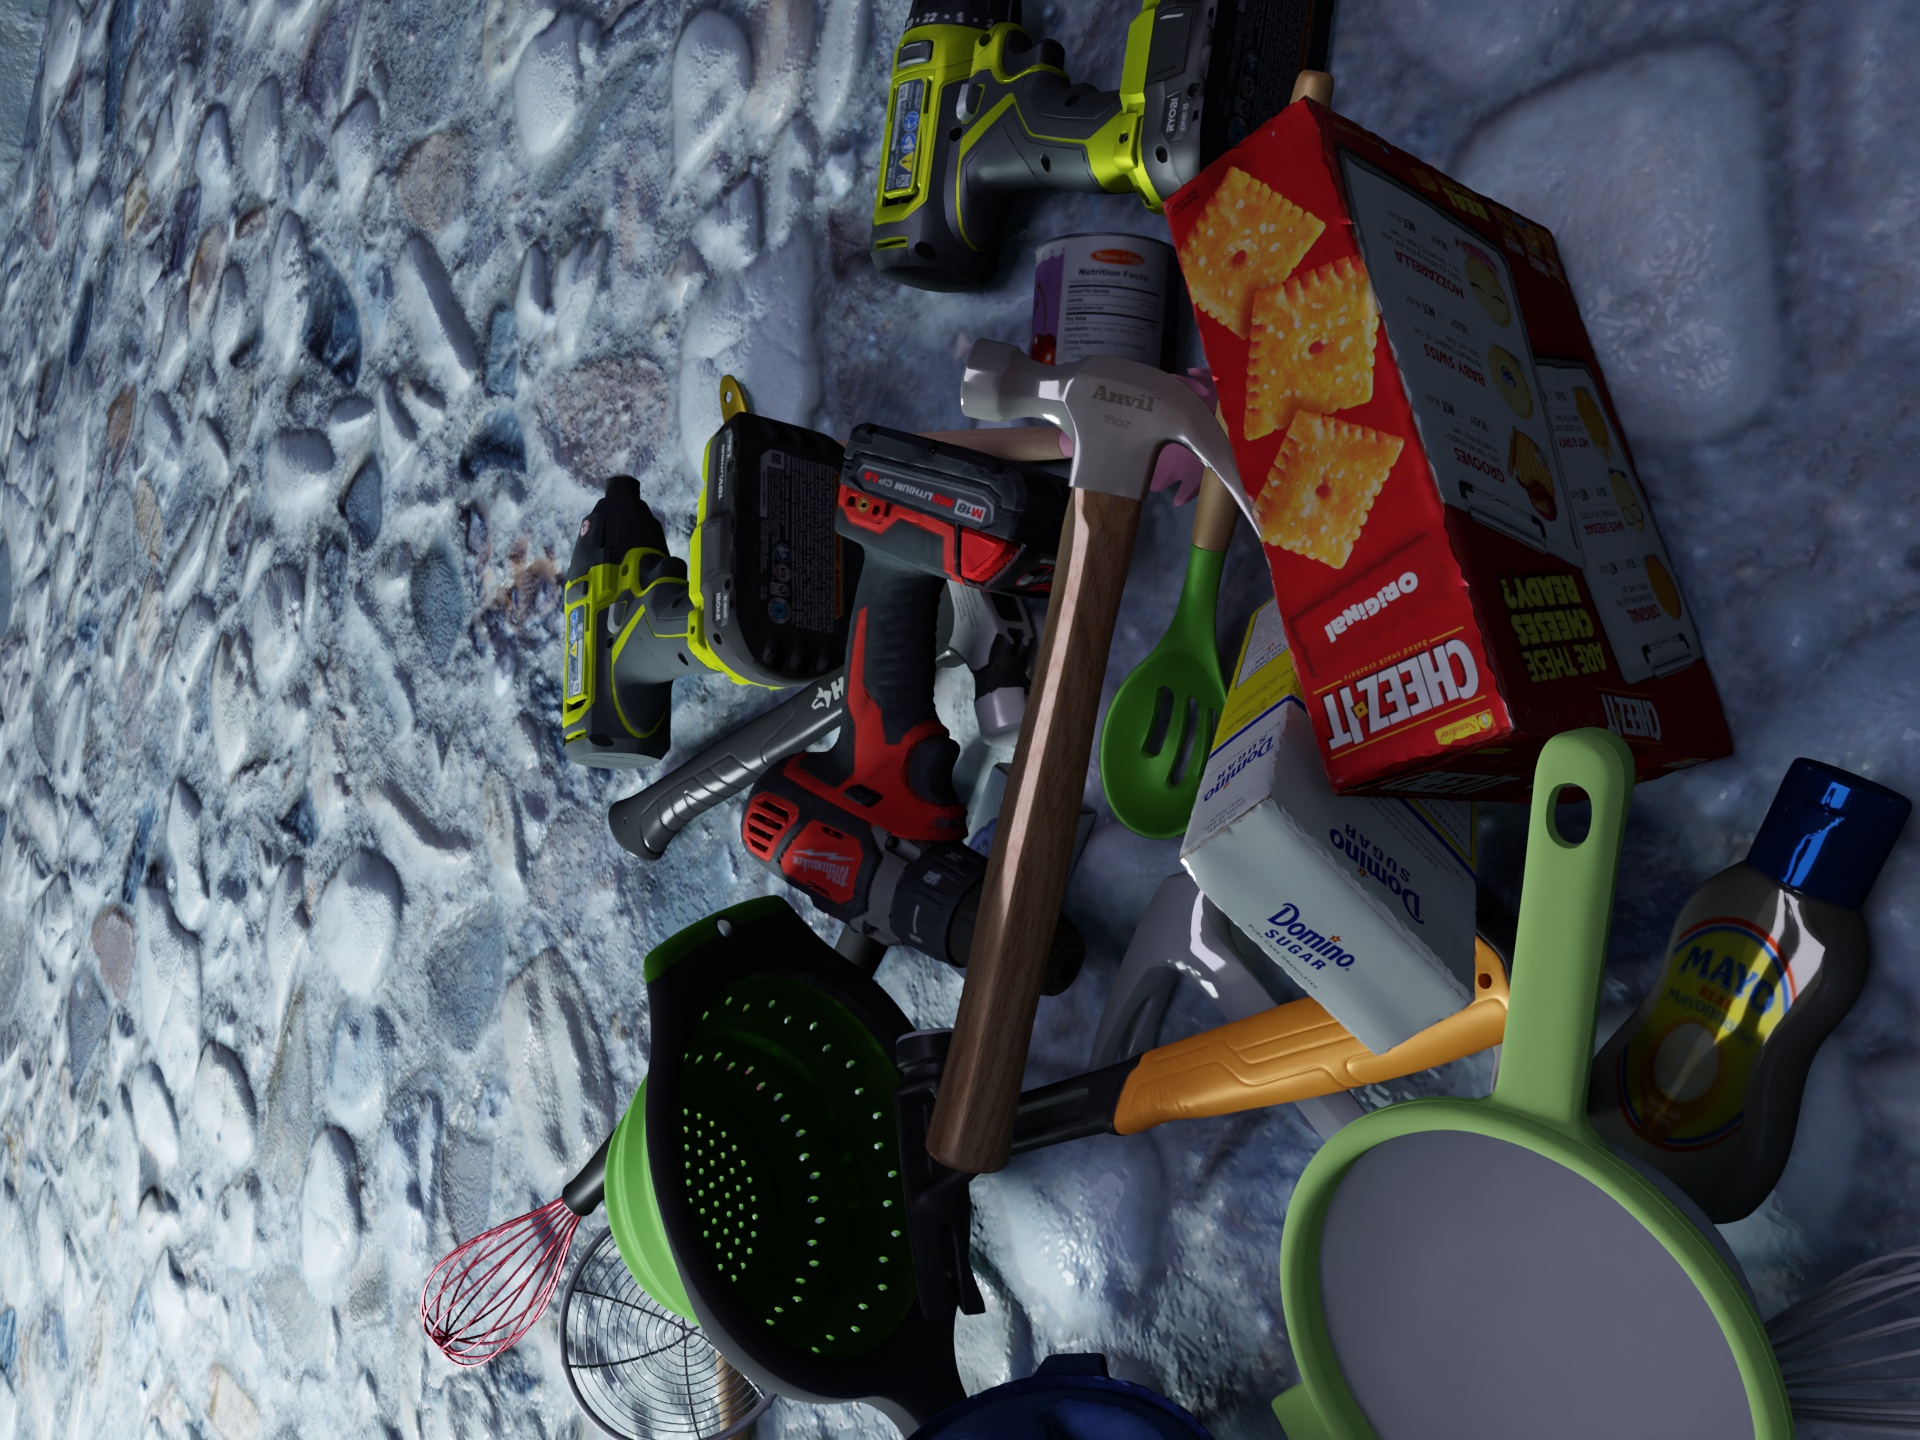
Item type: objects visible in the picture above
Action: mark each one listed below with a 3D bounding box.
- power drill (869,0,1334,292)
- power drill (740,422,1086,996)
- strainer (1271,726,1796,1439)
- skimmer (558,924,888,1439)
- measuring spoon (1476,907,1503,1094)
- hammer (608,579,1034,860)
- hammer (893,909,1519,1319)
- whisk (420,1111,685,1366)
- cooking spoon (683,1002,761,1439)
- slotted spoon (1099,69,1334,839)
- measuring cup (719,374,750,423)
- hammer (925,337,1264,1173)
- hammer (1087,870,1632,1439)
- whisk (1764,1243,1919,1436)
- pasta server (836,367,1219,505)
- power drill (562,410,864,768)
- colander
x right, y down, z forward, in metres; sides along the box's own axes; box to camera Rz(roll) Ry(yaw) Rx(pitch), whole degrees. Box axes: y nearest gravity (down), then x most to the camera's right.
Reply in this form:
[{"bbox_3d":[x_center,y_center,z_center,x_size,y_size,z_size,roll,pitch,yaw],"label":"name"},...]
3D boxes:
[{"bbox_3d":[0.052,-0.303,0.730,0.229,0.080,0.190,11,94,47],"label":"power drill"},{"bbox_3d":[-0.001,-0.002,0.711,0.188,0.080,0.226,25,104,36],"label":"power drill"},{"bbox_3d":[0.175,0.124,0.454,0.152,0.069,0.256,15,108,44],"label":"strainer"},{"bbox_3d":[-0.093,0.199,0.809,0.127,0.090,0.363,27,103,10],"label":"skimmer"},{"bbox_3d":[0.195,0.097,0.577,0.034,0.018,0.124,-52,31,31],"label":"measuring spoon"},{"bbox_3d":[-0.093,-0.002,0.872,0.335,0.035,0.146,-30,67,39],"label":"hammer"},{"bbox_3d":[0.086,0.149,0.621,0.337,0.034,0.127,-31,57,44],"label":"hammer"},{"bbox_3d":[-0.245,0.307,0.981,0.295,0.073,0.073,-47,56,23],"label":"whisk"},{"bbox_3d":[-0.131,0.299,0.891,0.069,0.017,0.319,-7,81,21],"label":"cooking spoon"},{"bbox_3d":[0.108,-0.094,0.641,0.070,0.031,0.313,30,123,38],"label":"slotted spoon"},{"bbox_3d":[-0.128,-0.132,0.918,0.062,0.029,0.157,-27,70,39],"label":"measuring cup"},{"bbox_3d":[0.037,0.023,0.636,0.130,0.031,0.331,13,99,11],"label":"hammer"},{"bbox_3d":[0.174,0.199,0.552,0.144,0.035,0.406,-61,41,23],"label":"hammer"},{"bbox_3d":[0.240,0.221,0.522,0.246,0.057,0.059,-37,20,41],"label":"whisk"},{"bbox_3d":[0.027,-0.132,0.764,0.316,0.040,0.060,7,110,46],"label":"pasta server"},{"bbox_3d":[-0.147,-0.075,0.860,0.223,0.080,0.171,-16,71,49],"label":"power drill"},{"bbox_3d":[-0.058,0.282,0.721,0.094,0.204,0.397,-27,86,30],"label":"colander"}]
